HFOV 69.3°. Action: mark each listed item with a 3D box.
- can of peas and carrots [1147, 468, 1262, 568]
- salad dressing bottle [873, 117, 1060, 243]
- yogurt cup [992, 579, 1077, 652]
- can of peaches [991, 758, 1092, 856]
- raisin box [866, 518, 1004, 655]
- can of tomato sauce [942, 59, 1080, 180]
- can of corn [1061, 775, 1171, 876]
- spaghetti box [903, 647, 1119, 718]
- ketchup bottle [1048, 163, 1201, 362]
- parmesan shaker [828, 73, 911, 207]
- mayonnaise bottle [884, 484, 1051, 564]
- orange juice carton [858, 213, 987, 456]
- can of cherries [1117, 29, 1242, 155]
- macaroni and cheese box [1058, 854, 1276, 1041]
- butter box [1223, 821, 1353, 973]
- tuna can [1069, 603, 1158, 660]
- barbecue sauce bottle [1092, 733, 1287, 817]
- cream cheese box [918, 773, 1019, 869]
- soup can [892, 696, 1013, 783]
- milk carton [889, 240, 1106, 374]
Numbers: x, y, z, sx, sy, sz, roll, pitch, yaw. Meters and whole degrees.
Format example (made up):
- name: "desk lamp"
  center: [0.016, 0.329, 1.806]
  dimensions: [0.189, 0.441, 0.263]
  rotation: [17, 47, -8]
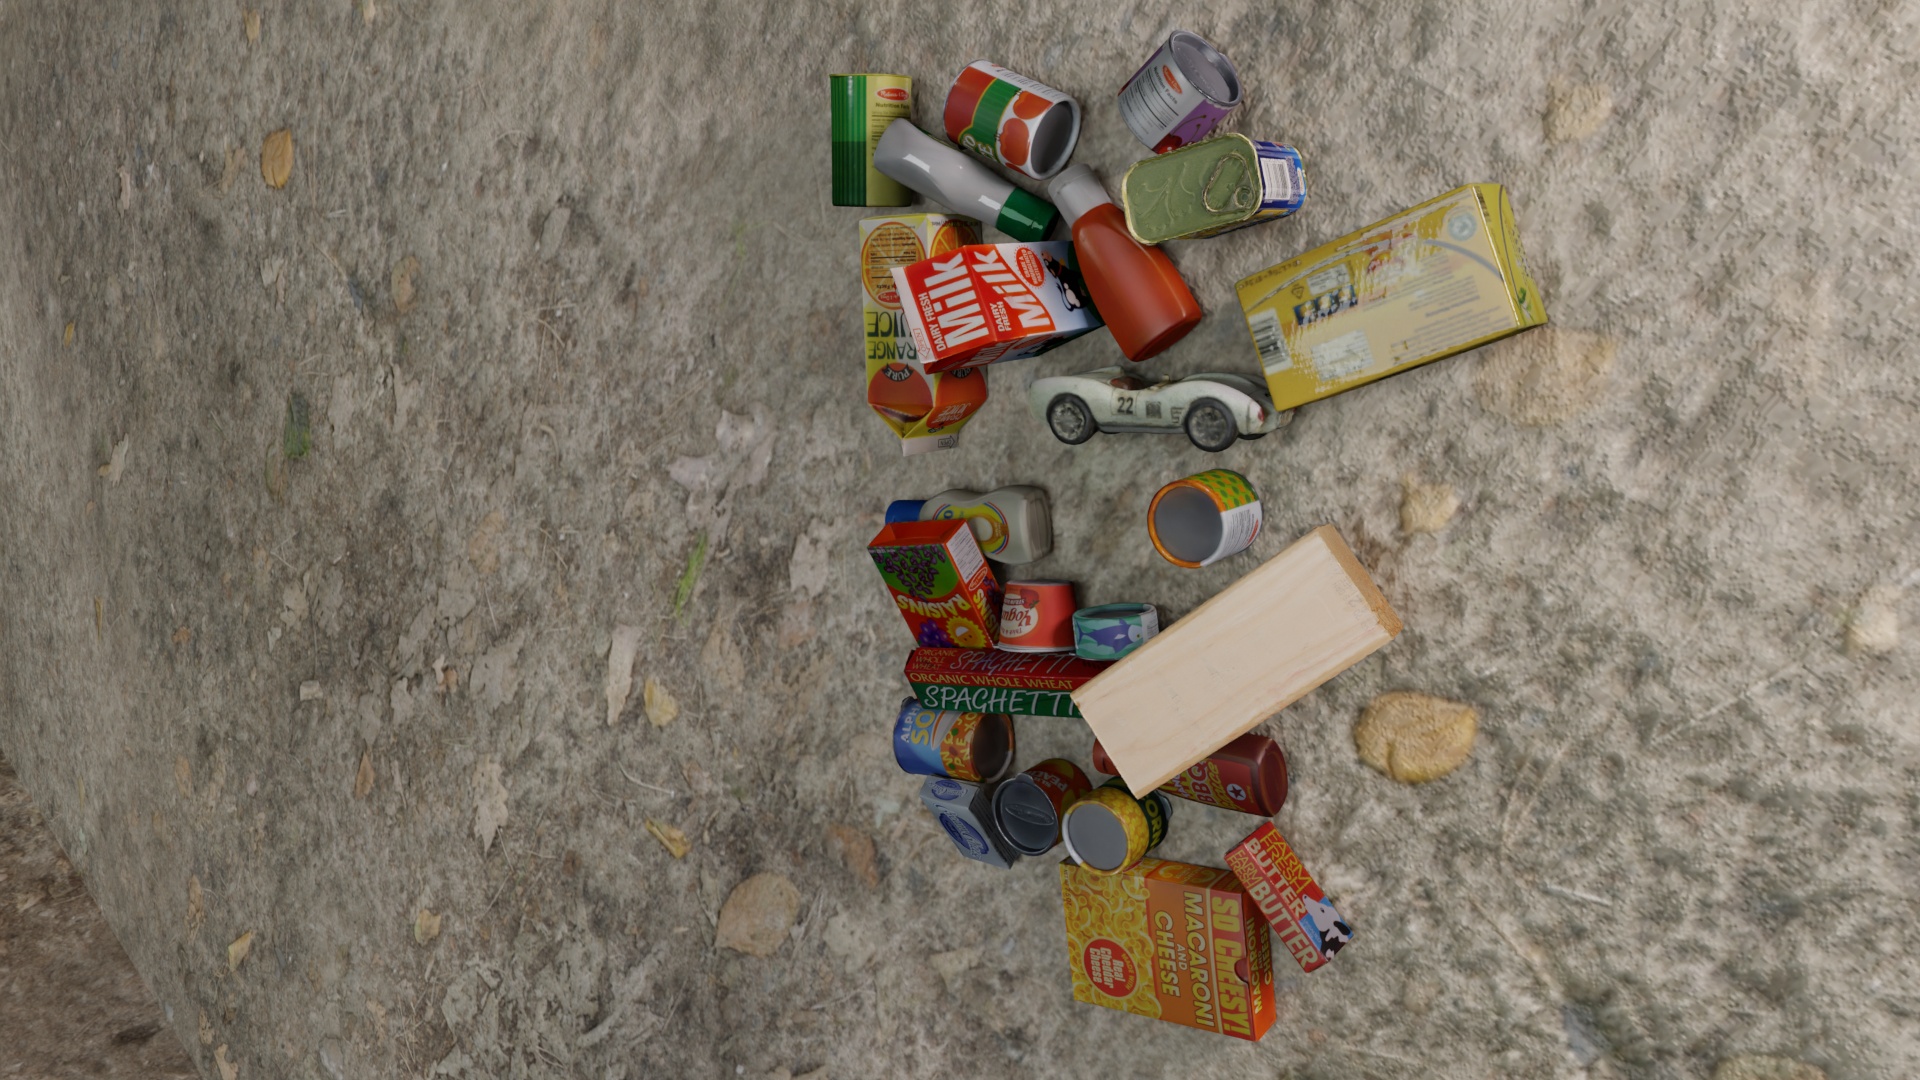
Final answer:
- name: "can of peas and carrots"
  center: [0.176, -0.017, 1.016]
  dimensions: [0.071, 0.059, 0.070]
  rotation: [9, 105, 36]
- name: "salad dressing bottle"
  center: [0.006, -0.274, 1.076]
  dimensions: [0.148, 0.064, 0.044]
  rotation: [30, 90, 8]
- name: "yogurt cup"
  center: [0.064, 0.060, 1.118]
  dimensions: [0.072, 0.072, 0.054]
  rotation: [1, 93, 37]
- name: "can of peaches"
  center: [0.069, 0.218, 1.151]
  dimensions: [0.071, 0.058, 0.071]
  rotation: [9, 105, 36]
- name: "raisin box"
  center: [-0.013, 0.042, 1.157]
  dimensions: [0.086, 0.040, 0.123]
  rotation: [-4, 123, 38]
- name: "can of tomato sauce"
  center: [0.039, -0.316, 1.050]
  dimensions: [0.083, 0.071, 0.071]
  rotation: [32, 118, 27]
- name: "can of corn"
  center: [0.125, 0.227, 1.110]
  dimensions: [0.071, 0.058, 0.071]
  rotation: [10, 106, 36]
- name: "spaghetti box"
  center: [0.069, 0.116, 1.117]
  dimensions: [0.250, 0.029, 0.050]
  rotation: [-1, 130, 30]
- name: "ketchup bottle"
  center: [0.116, -0.209, 1.029]
  dimensions: [0.064, 0.044, 0.149]
  rotation: [-37, 77, 36]
- name: "parmesan shaker"
  center: [-0.076, -0.325, 1.132]
  dimensions: [0.071, 0.071, 0.102]
  rotation: [11, 107, 35]
- name: "mayonnaise bottle"
  center: [0.004, -0.015, 1.159]
  dimensions: [0.148, 0.041, 0.064]
  rotation: [2, 106, 37]
- name: "orange juice carton"
  center: [-0.029, -0.167, 1.131]
  dimensions: [0.073, 0.072, 0.192]
  rotation: [6, 103, 37]
- name: "can of cherries"
  center: [0.153, -0.308, 0.964]
  dimensions: [0.058, 0.072, 0.071]
  rotation: [-41, 75, 43]
- name: "macaroni and cheese box"
  center: [0.163, 0.321, 1.113]
  dimensions: [0.166, 0.040, 0.123]
  rotation: [0, 101, 38]
- name: "butter box"
  center: [0.243, 0.263, 1.031]
  dimensions: [0.024, 0.053, 0.103]
  rotation: [-45, 73, 33]
- name: "tuna can"
  center: [0.118, 0.070, 1.075]
  dimensions: [0.071, 0.071, 0.032]
  rotation: [-1, 98, 38]
- name: "barbecue sauce bottle"
  center: [0.173, 0.171, 1.067]
  dimensions: [0.148, 0.044, 0.064]
  rotation: [4, 126, 37]
- name: "cream cheese box"
  center: [0.009, 0.241, 1.190]
  dimensions: [0.053, 0.024, 0.103]
  rotation: [7, 143, 35]
- name: "soup can"
  center: [-0.007, 0.170, 1.192]
  dimensions: [0.083, 0.071, 0.071]
  rotation: [0, 100, 37]
- name: "milk carton"
  center: [0.020, -0.171, 1.016]
  dimensions: [0.073, 0.191, 0.072]
  rotation: [-21, 87, 39]
